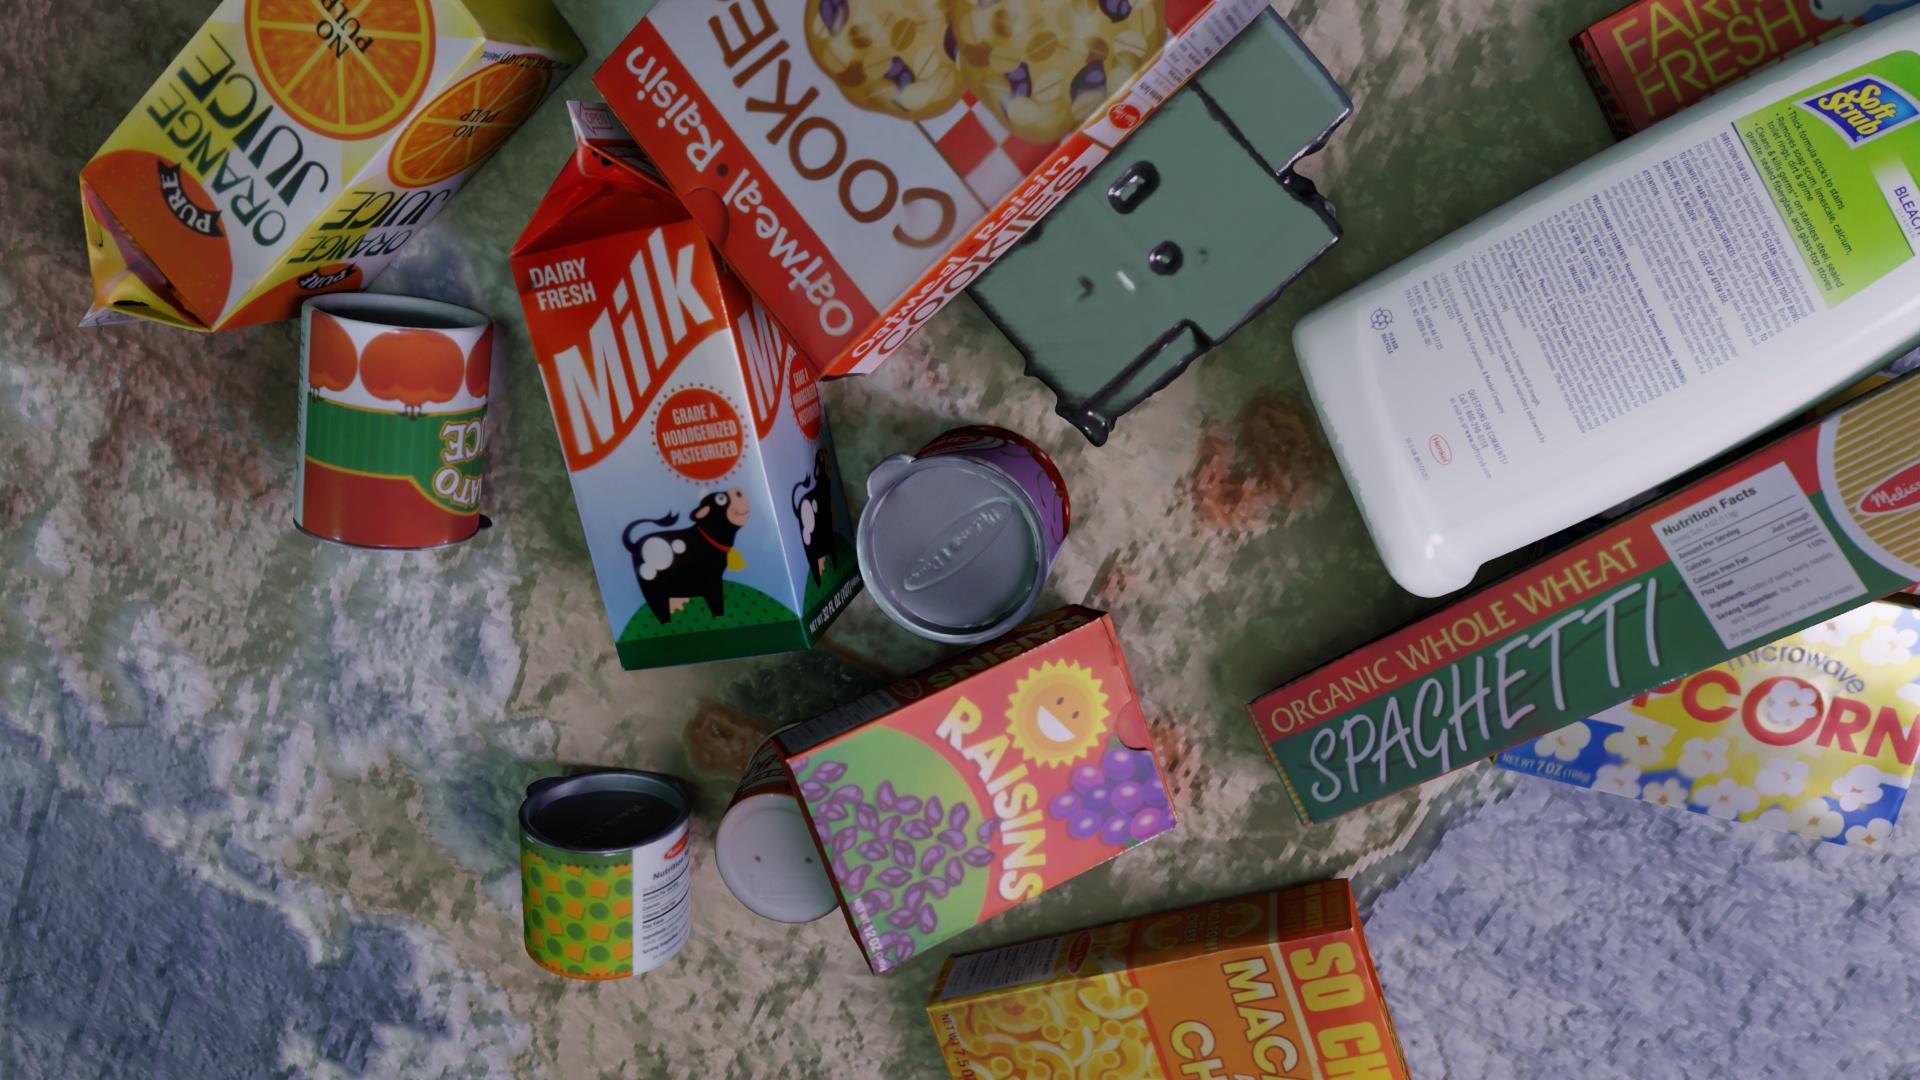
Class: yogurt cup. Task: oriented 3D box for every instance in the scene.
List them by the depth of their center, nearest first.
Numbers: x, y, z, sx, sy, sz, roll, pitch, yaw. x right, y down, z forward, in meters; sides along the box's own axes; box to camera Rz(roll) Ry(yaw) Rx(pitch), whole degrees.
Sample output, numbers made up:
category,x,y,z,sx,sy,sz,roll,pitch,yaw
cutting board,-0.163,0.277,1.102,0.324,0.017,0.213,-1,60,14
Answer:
category,x,y,z,sx,sy,sz,roll,pitch,yaw
yogurt cup,-0.060,0.111,0.537,0.072,0.054,0.072,3,107,12

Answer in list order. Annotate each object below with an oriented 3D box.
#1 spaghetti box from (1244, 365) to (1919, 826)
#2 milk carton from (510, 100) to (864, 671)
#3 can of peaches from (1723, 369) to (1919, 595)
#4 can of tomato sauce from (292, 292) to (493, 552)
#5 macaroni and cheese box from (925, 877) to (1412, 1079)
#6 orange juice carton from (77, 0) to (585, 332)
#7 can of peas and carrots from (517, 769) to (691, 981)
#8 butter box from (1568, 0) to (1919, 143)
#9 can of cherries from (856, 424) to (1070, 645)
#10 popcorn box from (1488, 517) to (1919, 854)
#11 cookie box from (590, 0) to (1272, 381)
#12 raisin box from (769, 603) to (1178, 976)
category,x,y,z,sx,sy,sz,roll,pitch,yaw
spaghetti box,0.196,0.022,0.420,0.249,0.029,0.050,-35,76,38
milk carton,-0.096,-0.057,0.489,0.073,0.072,0.190,-8,103,15
can of peaches,0.273,-0.018,0.422,0.058,0.071,0.071,12,107,9
can of tomato sauce,-0.210,-0.045,0.521,0.071,0.071,0.082,13,107,9
macaroni and cheese box,0.086,0.208,0.540,0.166,0.040,0.123,-17,101,16
orange juice carton,-0.234,-0.139,0.497,0.192,0.072,0.073,-38,94,18
can of peas and carrots,-0.143,0.132,0.555,0.071,0.071,0.058,6,107,10
butter box,0.244,-0.155,0.415,0.103,0.024,0.053,-27,99,18
can of cherries,0.002,-0.006,0.490,0.071,0.058,0.071,4,107,12
popcorn box,0.248,0.045,0.461,0.127,0.038,0.085,12,107,9
cookie box,-0.014,-0.147,0.409,0.167,0.040,0.123,-40,81,20
raisin box,0.006,0.085,0.495,0.124,0.040,0.086,-23,100,-14
